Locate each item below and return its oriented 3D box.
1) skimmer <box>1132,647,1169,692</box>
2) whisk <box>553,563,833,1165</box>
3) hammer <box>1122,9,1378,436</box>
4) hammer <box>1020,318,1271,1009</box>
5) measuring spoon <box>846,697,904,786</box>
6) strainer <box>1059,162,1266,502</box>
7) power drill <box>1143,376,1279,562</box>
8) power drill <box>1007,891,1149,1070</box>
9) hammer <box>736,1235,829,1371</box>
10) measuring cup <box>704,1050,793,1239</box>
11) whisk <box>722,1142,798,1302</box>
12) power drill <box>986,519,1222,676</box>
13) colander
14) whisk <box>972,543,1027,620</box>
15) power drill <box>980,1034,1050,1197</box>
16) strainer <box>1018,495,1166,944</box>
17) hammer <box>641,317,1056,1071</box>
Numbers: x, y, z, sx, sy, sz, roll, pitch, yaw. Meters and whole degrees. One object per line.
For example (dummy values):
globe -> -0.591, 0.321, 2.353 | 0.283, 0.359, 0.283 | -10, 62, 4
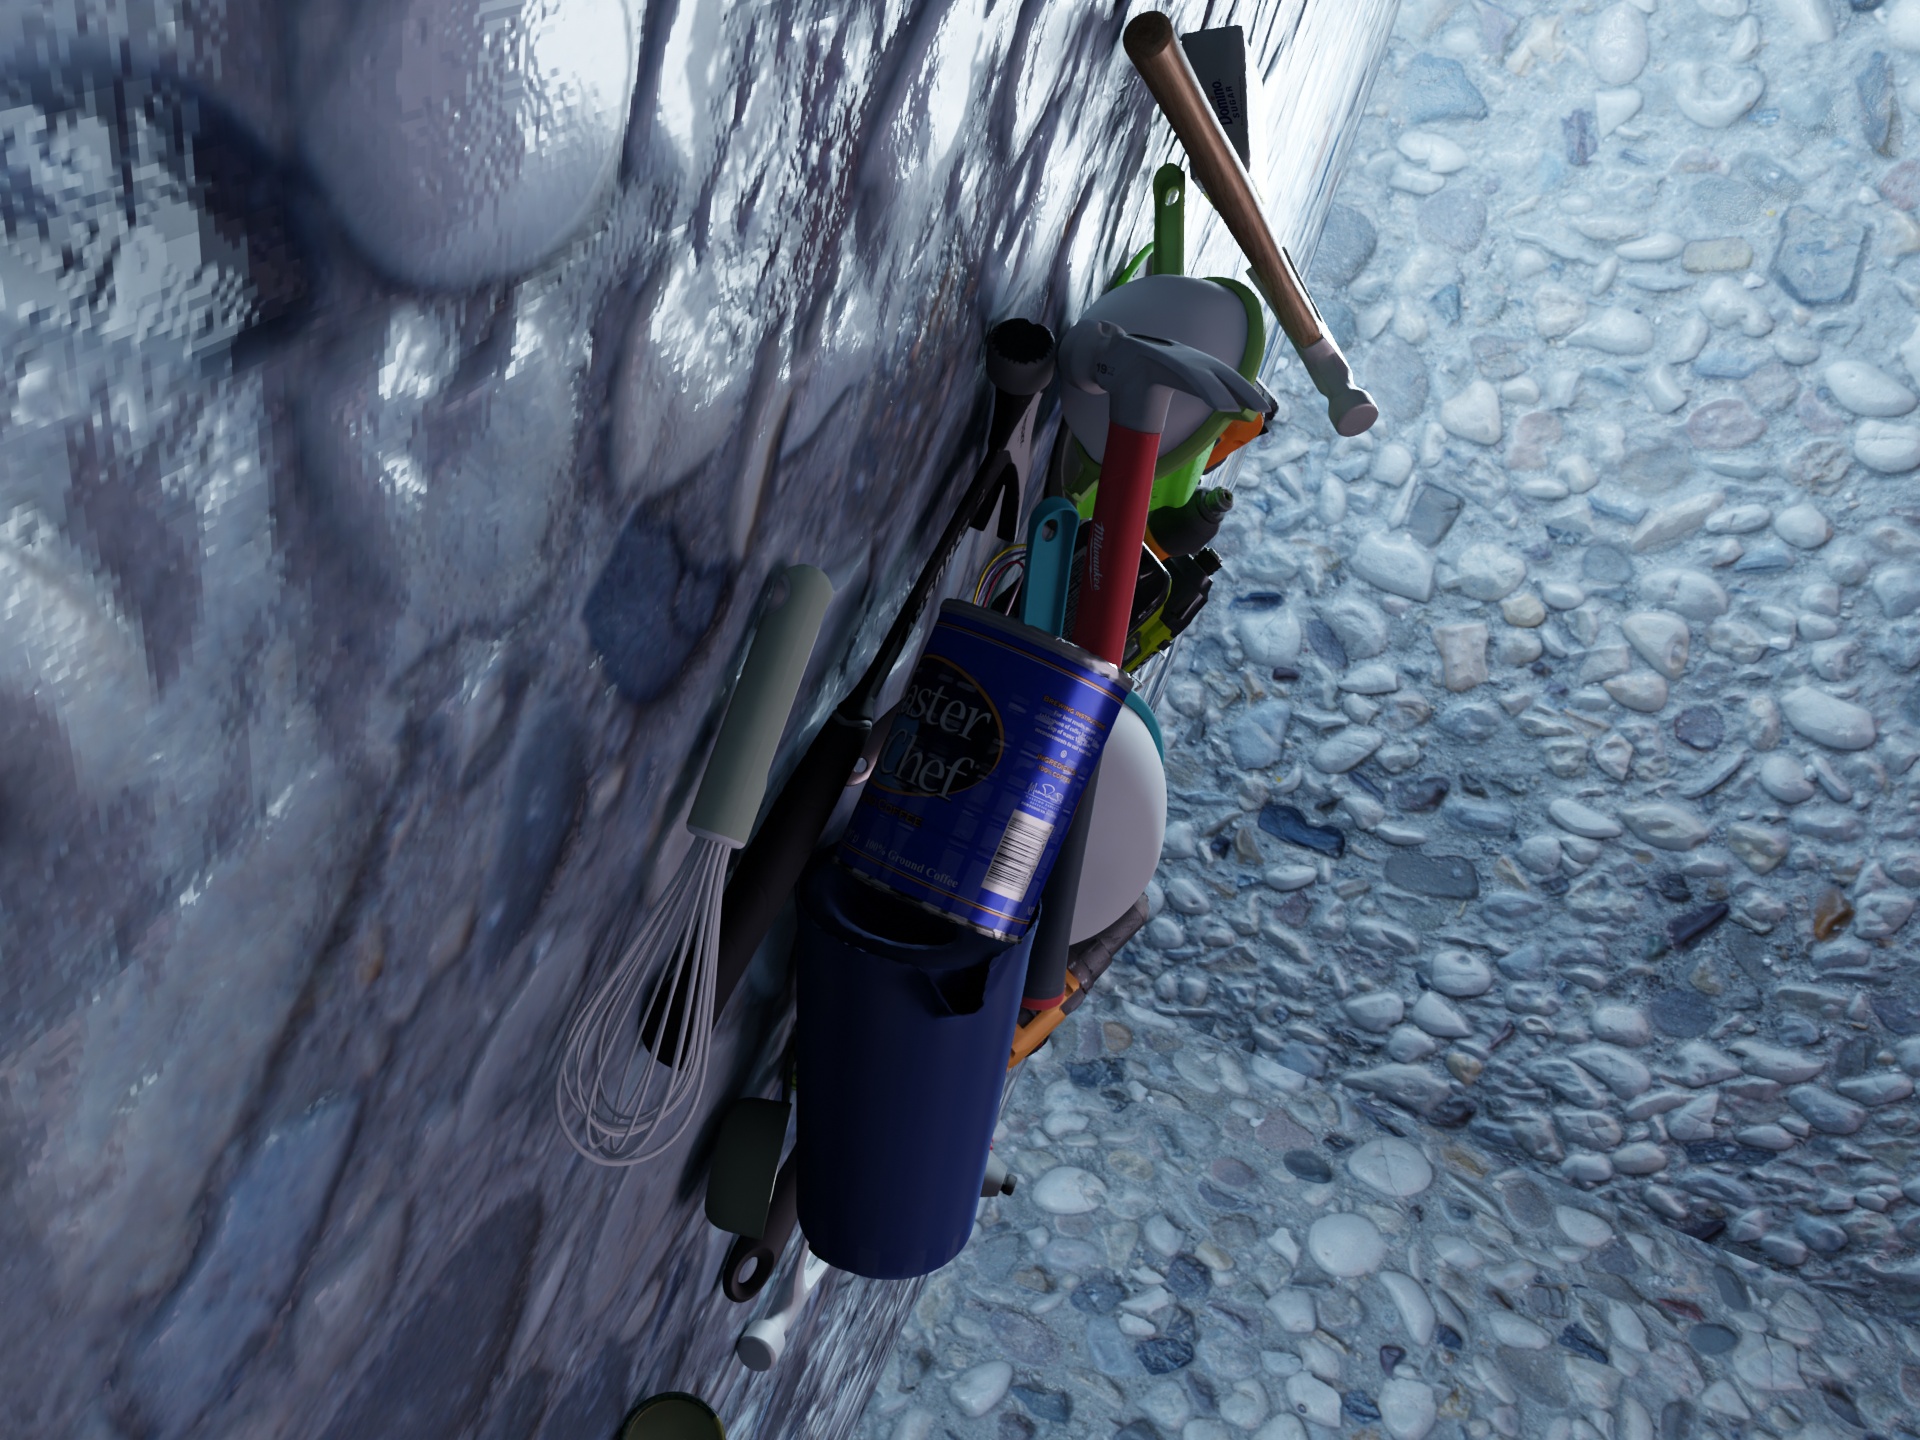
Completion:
skimmer -> 0.094, 0.065, 1.548 | 0.127, 0.090, 0.363 | -120, -133, -61
whisk -> -0.098, 0.053, 0.623 | 0.058, 0.059, 0.246 | 3, -108, 60
hammer -> 0.176, -0.307, 0.976 | 0.331, 0.031, 0.130 | 38, 27, -52
hammer -> 0.076, -0.007, 0.852 | 0.143, 0.038, 0.386 | 41, -51, 53
measuring spoon -> -0.021, -0.007, 0.875 | 0.124, 0.034, 0.018 | -45, -168, -19
strainer -> 0.117, -0.274, 1.020 | 0.151, 0.069, 0.257 | -21, -127, 41
power drill -> 0.195, -0.215, 1.368 | 0.164, 0.084, 0.227 | -25, -150, 50
power drill -> 0.046, 0.188, 1.193 | 0.185, 0.084, 0.226 | -42, -178, -11
hammer -> -0.090, 0.312, 1.236 | 0.144, 0.035, 0.405 | -46, 156, -65
measuring cup -> -0.122, 0.237, 0.940 | 0.168, 0.038, 0.083 | -95, -163, -73
whisk -> -0.087, 0.263, 1.093 | 0.296, 0.073, 0.073 | -63, 170, -5
power drill -> 0.109, -0.076, 1.165 | 0.171, 0.080, 0.223 | -42, 167, 13
colander -> 0.129, -0.163, 1.240 | 0.205, 0.094, 0.396 | -57, 165, -49
whisk -> -0.004, -0.004, 1.046 | 0.047, 0.051, 0.245 | 24, 91, -45
power drill -> 0.019, 0.394, 1.692 | 0.078, 0.143, 0.220 | 98, 14, -61
strainer -> 0.058, 0.030, 0.964 | 0.095, 0.211, 0.340 | -123, -152, -43
hammer -> -0.047, -0.013, 0.790 | 0.149, 0.036, 0.409 | 96, 19, -60
